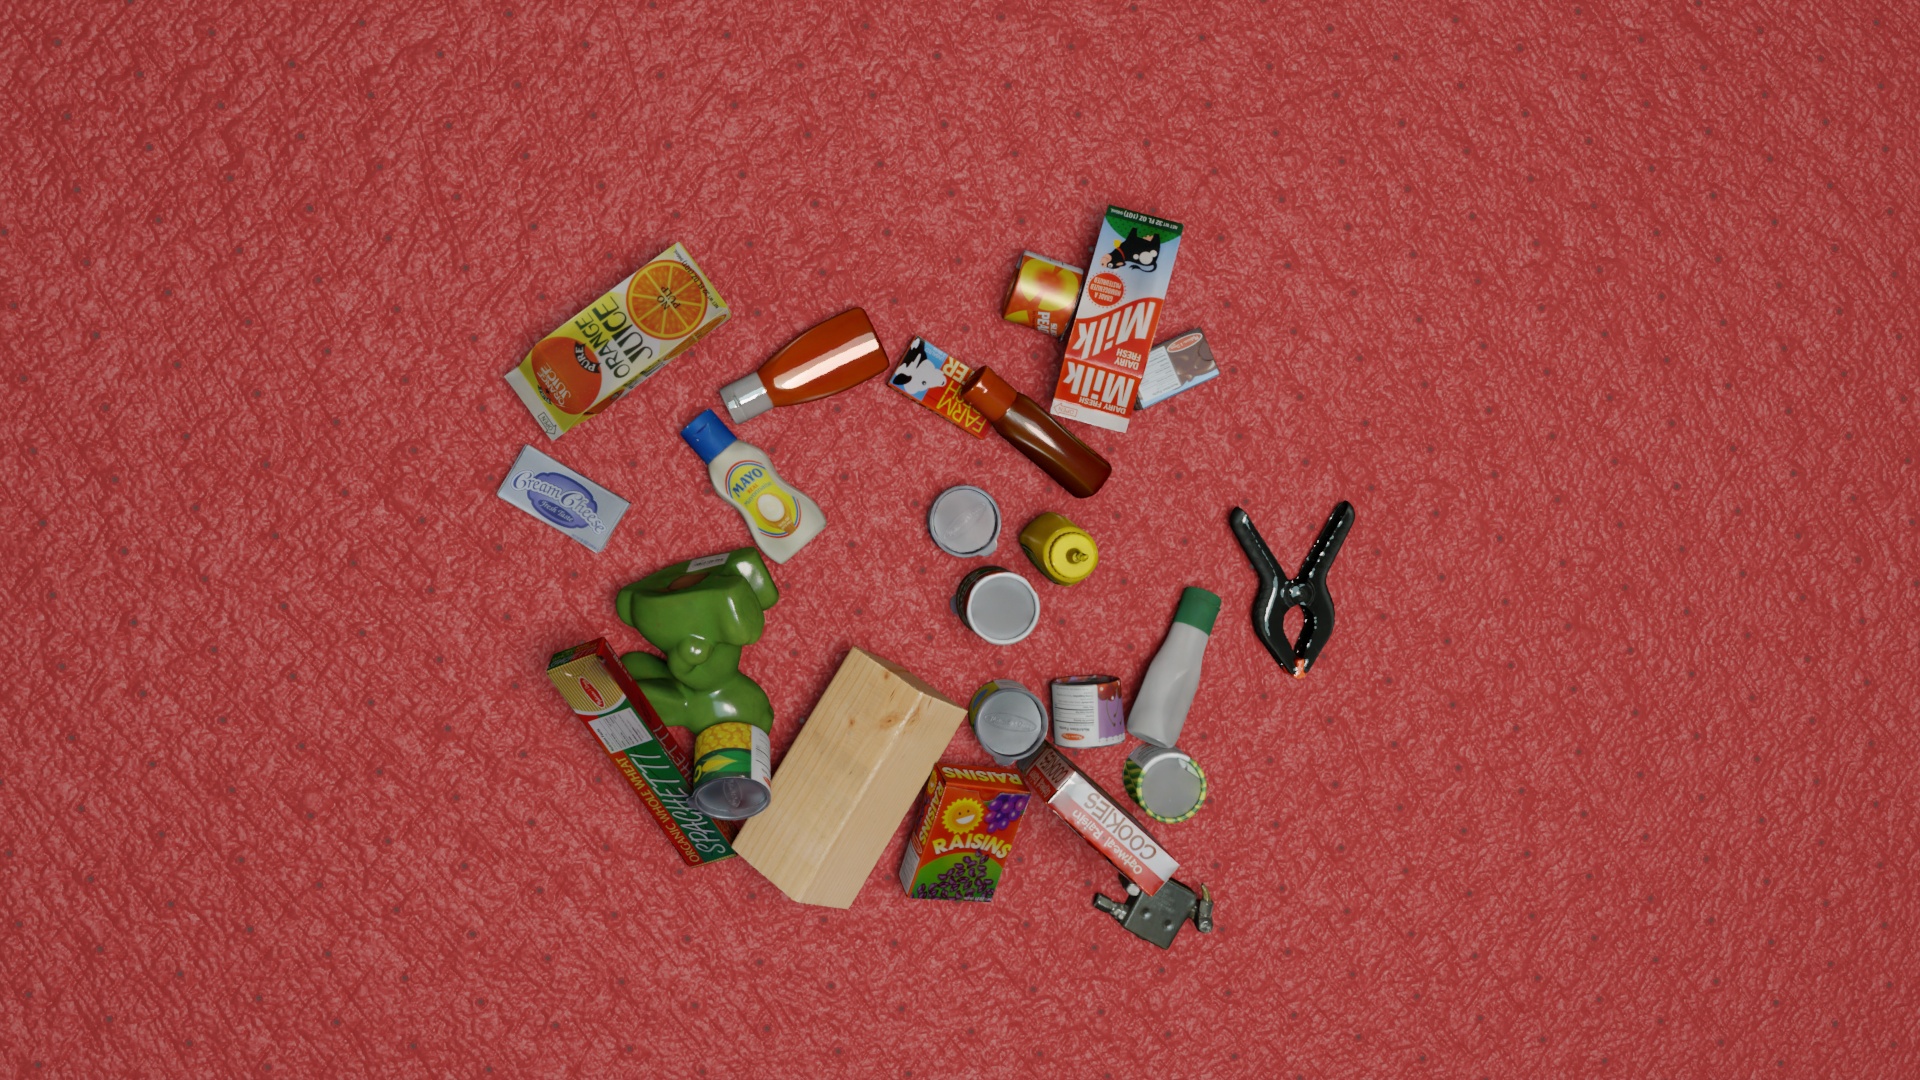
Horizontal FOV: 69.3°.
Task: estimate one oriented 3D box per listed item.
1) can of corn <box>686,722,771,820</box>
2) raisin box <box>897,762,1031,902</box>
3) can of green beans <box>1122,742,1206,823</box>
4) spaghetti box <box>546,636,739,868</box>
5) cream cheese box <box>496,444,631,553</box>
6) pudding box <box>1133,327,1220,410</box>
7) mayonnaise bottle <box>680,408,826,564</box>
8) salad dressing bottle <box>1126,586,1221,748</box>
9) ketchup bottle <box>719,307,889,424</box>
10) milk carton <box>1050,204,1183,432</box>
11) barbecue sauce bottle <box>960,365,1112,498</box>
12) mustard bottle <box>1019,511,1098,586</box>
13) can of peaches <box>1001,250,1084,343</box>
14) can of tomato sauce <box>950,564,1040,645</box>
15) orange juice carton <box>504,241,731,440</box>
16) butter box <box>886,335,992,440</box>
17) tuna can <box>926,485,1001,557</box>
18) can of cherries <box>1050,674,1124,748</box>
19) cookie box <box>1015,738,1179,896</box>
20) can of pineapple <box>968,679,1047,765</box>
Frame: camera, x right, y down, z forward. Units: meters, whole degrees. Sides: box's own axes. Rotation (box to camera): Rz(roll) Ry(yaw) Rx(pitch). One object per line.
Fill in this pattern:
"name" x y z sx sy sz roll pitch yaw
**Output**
"can of corn" -0.199 0.198 1.194 0.071 0.058 0.070 -4 137 -4
"raisin box" 0.002 0.264 1.249 0.086 0.040 0.123 10 110 -22
"can of green beans" 0.189 0.224 1.289 0.071 0.058 0.071 0 92 -7
"spaghetti box" -0.267 0.187 1.192 0.050 0.029 0.249 -19 122 12
"cream cheese box" -0.352 -0.037 1.233 0.104 0.024 0.053 31 88 -7
"pudding box" 0.193 -0.159 1.291 0.084 0.030 0.049 -25 93 -5
"mayonnaise bottle" -0.189 -0.051 1.244 0.065 0.041 0.148 -42 96 -2
"salad dressing bottle" 0.200 0.116 1.283 0.044 0.064 0.148 14 74 34
"ketchup bottle" -0.142 -0.151 1.245 0.149 0.043 0.064 -26 94 -5
"milk carton" 0.138 -0.193 1.239 0.072 0.073 0.191 15 79 4
"barbecue sauce bottle" 0.066 -0.097 1.249 0.148 0.065 0.044 38 85 -17
"mustard bottle" 0.090 0.010 1.219 0.049 0.160 0.065 -40 95 -2
"can of peaches" 0.073 -0.221 1.256 0.058 0.071 0.071 18 90 -7
"can of tomato sauce" 0.031 0.057 1.252 0.071 0.083 0.071 0 92 -7
"orange juice carton" -0.299 -0.172 1.211 0.193 0.073 0.072 -37 96 -4
"butter box" -0.011 -0.139 1.270 0.103 0.024 0.053 30 88 -7
"tuna can" 0.005 -0.016 1.272 0.071 0.033 0.071 0 92 -7
"can of cherries" 0.117 0.156 1.277 0.071 0.071 0.058 -4 92 -6
"cookie box" 0.116 0.240 1.226 0.123 0.167 0.040 42 88 -6
"can of pineapple" 0.042 0.164 1.270 0.071 0.058 0.071 0 92 -6
